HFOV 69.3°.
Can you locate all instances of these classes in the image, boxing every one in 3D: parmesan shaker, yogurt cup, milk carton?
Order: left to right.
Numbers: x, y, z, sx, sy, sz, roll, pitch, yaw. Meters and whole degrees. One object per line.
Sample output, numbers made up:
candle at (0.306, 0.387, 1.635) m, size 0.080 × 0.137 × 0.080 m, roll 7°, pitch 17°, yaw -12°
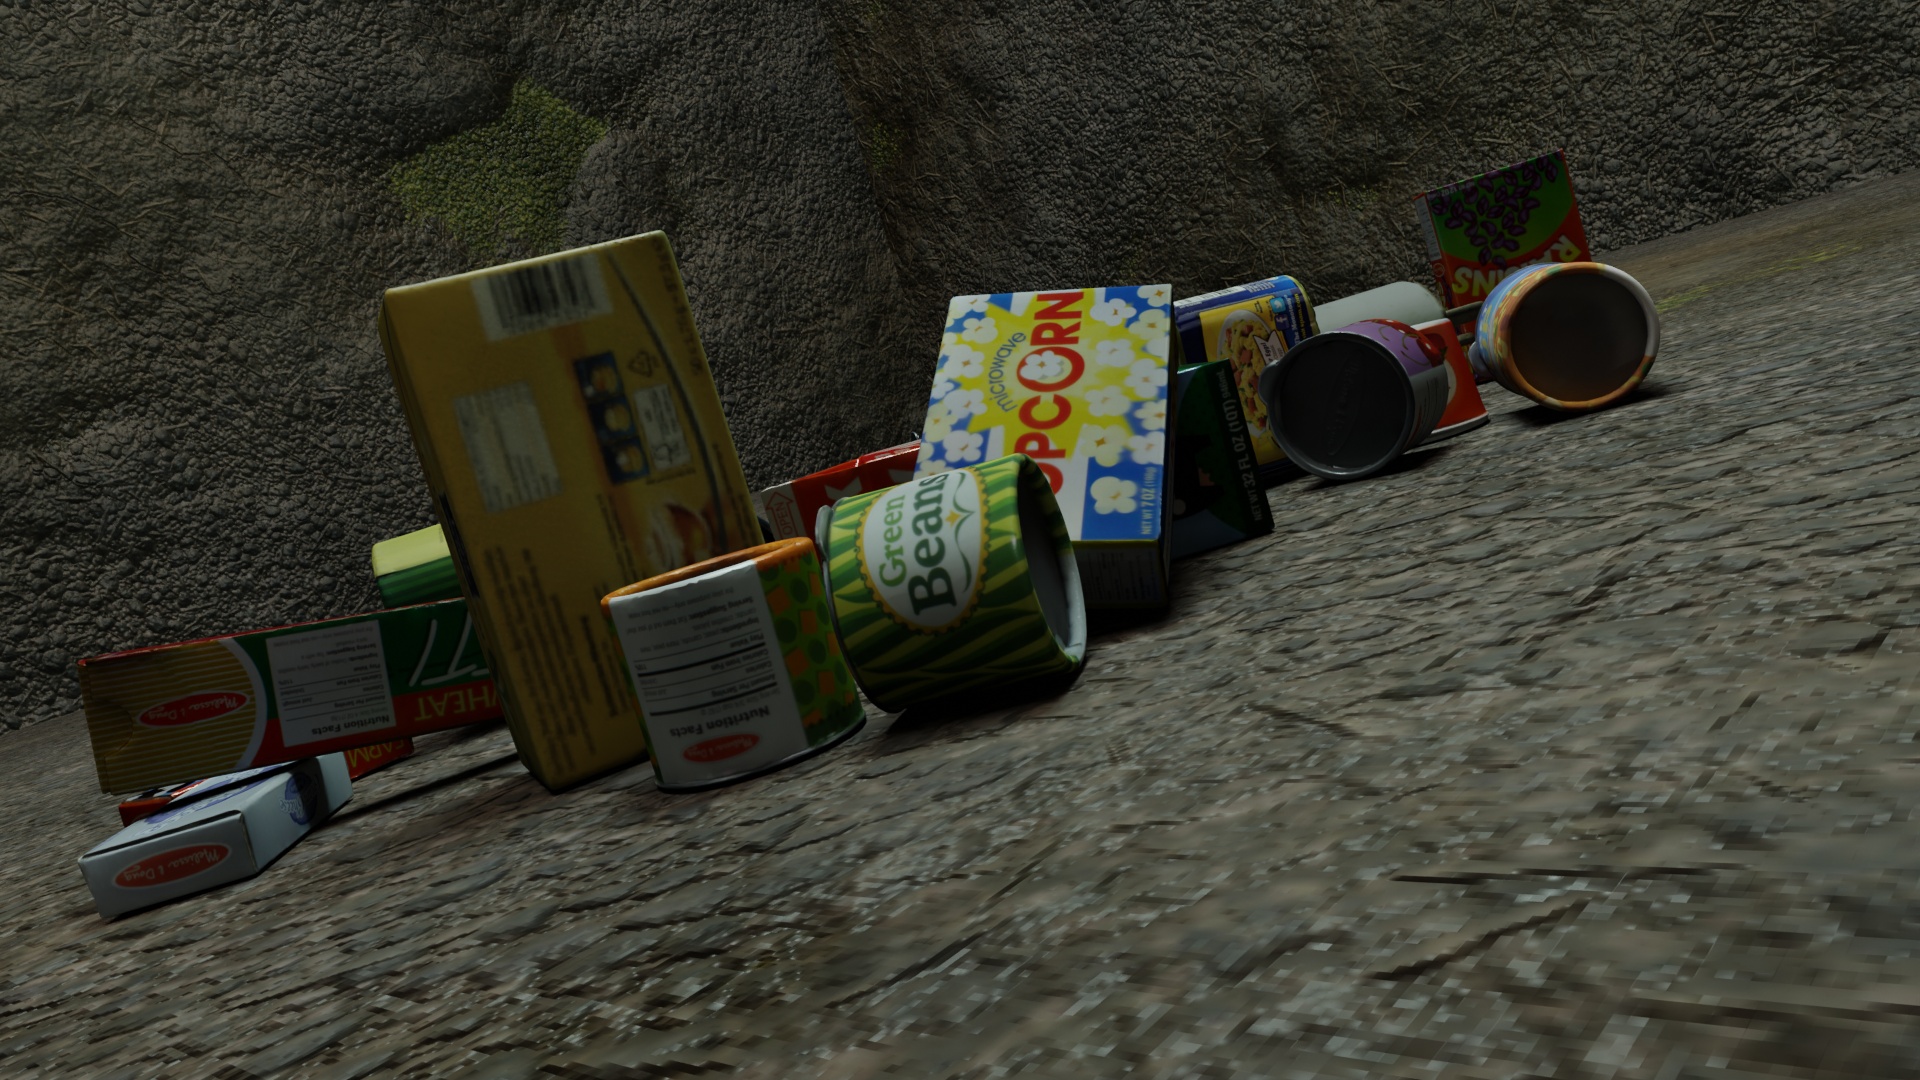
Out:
parmesan shaker at (-0.212, 0.016, 0.653) m, size 0.103 × 0.071 × 0.071 m, roll -19°, pitch 6°, yaw -12°
milk carton at (0.020, -0.014, 0.566) m, size 0.191 × 0.072 × 0.073 m, roll -17°, pitch 6°, yaw -3°
yogurt cup at (0.221, -0.077, 0.688) m, size 0.072 × 0.054 × 0.072 m, roll -16°, pitch 5°, yaw 2°

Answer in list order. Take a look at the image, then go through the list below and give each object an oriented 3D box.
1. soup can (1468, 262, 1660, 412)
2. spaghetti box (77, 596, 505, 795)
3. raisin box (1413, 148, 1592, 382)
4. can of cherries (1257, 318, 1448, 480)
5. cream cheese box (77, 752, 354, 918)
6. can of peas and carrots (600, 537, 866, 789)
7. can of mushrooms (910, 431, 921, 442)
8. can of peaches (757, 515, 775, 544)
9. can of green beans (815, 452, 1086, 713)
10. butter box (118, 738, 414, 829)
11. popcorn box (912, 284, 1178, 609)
soup can at (0.274, -0.093, 0.639) m, size 0.071 × 0.071 × 0.084 m, roll -15°, pitch 6°, yaw 16°
spaghetti box at (-0.190, 0.046, 0.534) m, size 0.251 × 0.050 × 0.028 m, roll -10°, pitch 3°, yaw -19°
raisin box at (0.342, -0.168, 0.860) m, size 0.086 × 0.123 × 0.040 m, roll -16°, pitch 5°, yaw 7°
can of cherries at (0.178, -0.067, 0.629) m, size 0.071 × 0.071 × 0.058 m, roll -12°, pitch 7°, yaw 36°
cream cheese box at (-0.264, 0.102, 0.503) m, size 0.053 × 0.024 × 0.104 m, roll -15°, pitch 6°, yaw -5°
can of peas and carrots at (-0.068, 0.035, 0.420) m, size 0.071 × 0.058 × 0.071 m, roll -16°, pitch 6°, yaw 2°
can of mushrooms at (-0.006, -0.036, 0.847) m, size 0.033 × 0.071 × 0.071 m, roll -16°, pitch 5°, yaw -11°
can of peaches at (-0.116, 0.025, 0.621) m, size 0.058 × 0.071 × 0.071 m, roll -11°, pitch 8°, yaw 45°
can of green beans at (0.000, 0.012, 0.406) m, size 0.058 × 0.071 × 0.071 m, roll -15°, pitch 6°, yaw 17°
butter box at (-0.295, 0.101, 0.596) m, size 0.053 × 0.024 × 0.104 m, roll -13°, pitch 7°, yaw 38°
popcorn box at (0.032, -0.035, 0.487) m, size 0.085 × 0.038 × 0.127 m, roll -1°, pitch 49°, yaw 13°
